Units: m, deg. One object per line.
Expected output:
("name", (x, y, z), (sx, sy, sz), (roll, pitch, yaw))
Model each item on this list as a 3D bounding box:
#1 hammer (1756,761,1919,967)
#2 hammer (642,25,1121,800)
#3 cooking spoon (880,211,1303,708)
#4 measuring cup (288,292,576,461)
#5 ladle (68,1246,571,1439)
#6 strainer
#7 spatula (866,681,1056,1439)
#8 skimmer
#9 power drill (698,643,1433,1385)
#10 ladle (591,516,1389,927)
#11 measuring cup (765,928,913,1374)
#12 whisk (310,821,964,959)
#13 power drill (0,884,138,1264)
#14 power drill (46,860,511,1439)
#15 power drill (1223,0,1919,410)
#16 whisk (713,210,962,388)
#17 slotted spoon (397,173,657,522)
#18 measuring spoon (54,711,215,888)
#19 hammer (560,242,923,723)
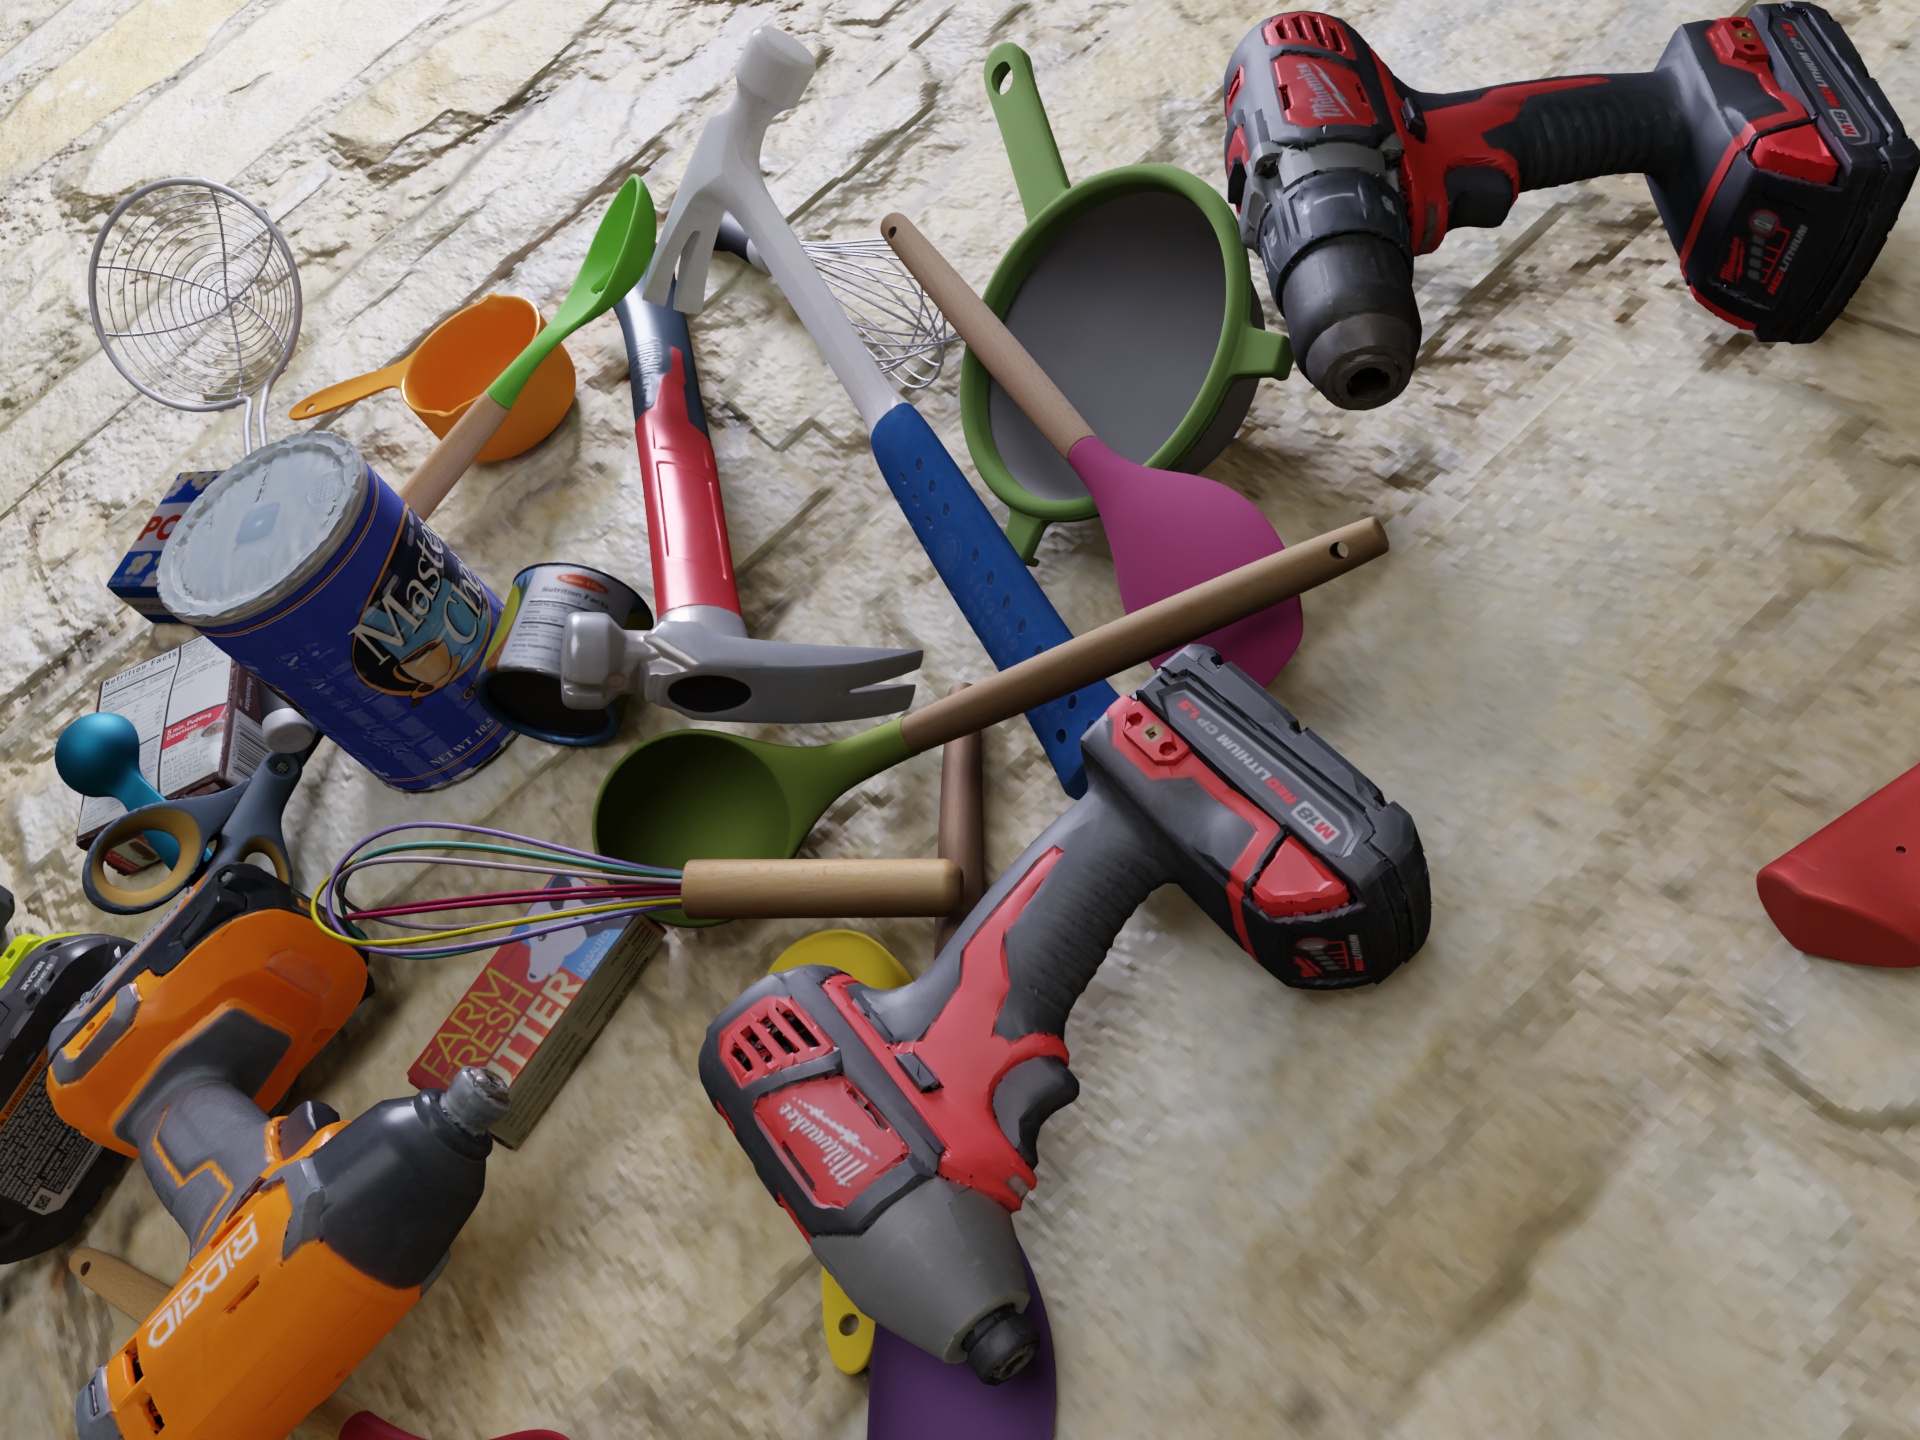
("hammer", (0.389, -0.046, 0.469), (0.359, 0.036, 0.149), (-33, 49, 1))
("hammer", (-0.037, -0.130, 0.690), (0.144, 0.035, 0.406), (-52, 54, 33))
("cooking spoon", (0.037, -0.122, 0.637), (0.068, 0.017, 0.319), (-53, 48, 25))
("measuring cup", (-0.294, -0.177, 0.890), (0.173, 0.052, 0.095), (-10, 53, 22))
("ladle", (-0.233, 0.245, 0.568), (0.315, 0.031, 0.069), (10, 68, 34))
("strainer", (0.063, -0.194, 0.694), (0.151, 0.069, 0.257), (-35, 55, 35))
("spatula", (0.001, 0.117, 0.552), (0.060, 0.018, 0.316), (-8, 54, 12))
("skimmer", (-0.388, -0.140, 0.824), (0.127, 0.090, 0.364), (-31, 55, 10))
("power drill", (0.036, 0.092, 0.502), (0.219, 0.078, 0.143), (-39, 55, -7))
("ladle", (-0.001, -0.002, 0.571), (0.320, 0.062, 0.078), (-23, 90, 26))
("measuring cup", (-0.043, 0.141, 0.547), (0.062, 0.029, 0.157), (-17, 49, 14))
("whisk", (-0.121, 0.066, 0.581), (0.245, 0.047, 0.051), (-1, 99, 8))
("power drill", (-0.469, 0.159, 0.714), (0.228, 0.080, 0.191), (6, 59, 33))
("power drill", (-0.252, 0.146, 0.587), (0.164, 0.084, 0.227), (-46, 41, -4))
("power drill", (0.212, -0.186, 0.578), (0.226, 0.080, 0.188), (0, 53, -1))
("whisk", (-0.083, -0.238, 0.832), (0.070, 0.070, 0.285), (-43, 44, -8))
("slotted spoon", (-0.251, -0.144, 0.810), (0.313, 0.031, 0.070), (-47, 34, 10))
("measuring spoon", (-0.388, 0.041, 0.748), (0.129, 0.021, 0.042), (40, 89, 21))
("hammer", (-0.122, -0.133, 0.764), (0.143, 0.038, 0.387), (2, 39, -17))
